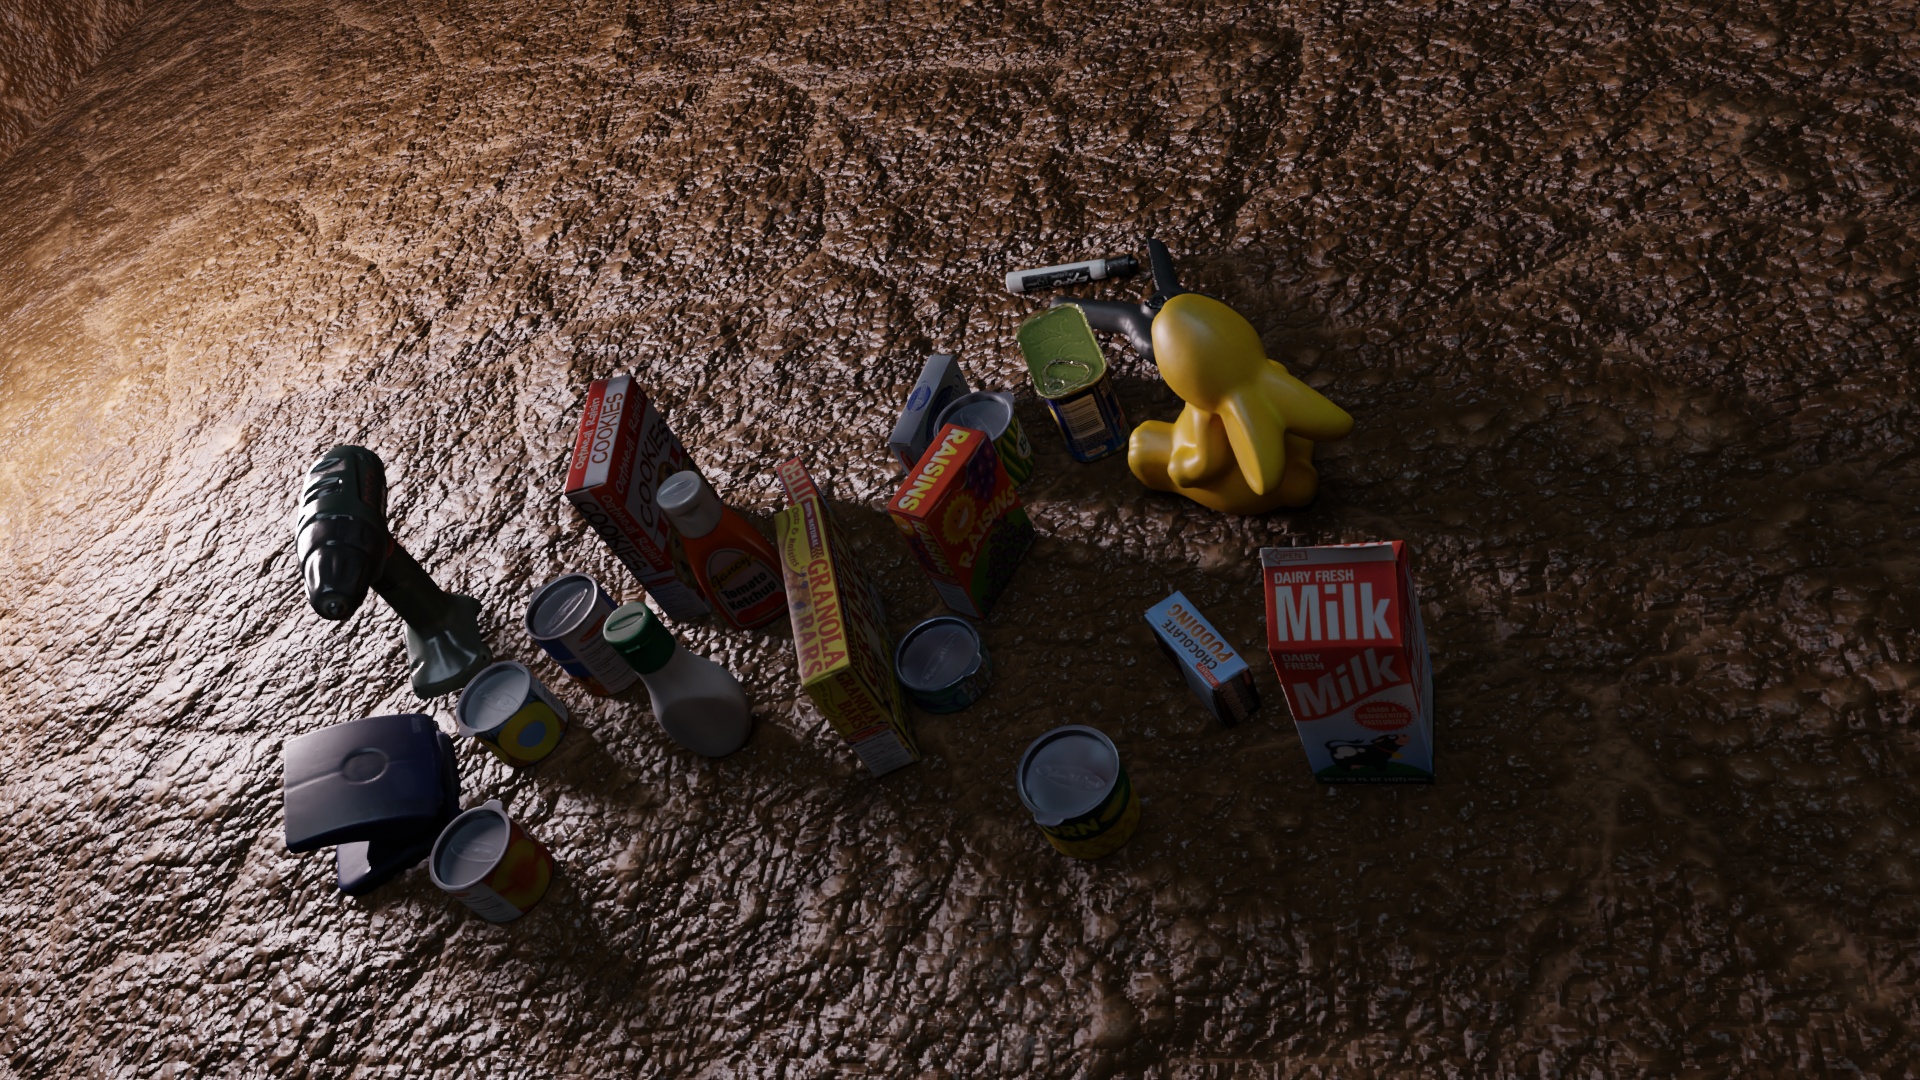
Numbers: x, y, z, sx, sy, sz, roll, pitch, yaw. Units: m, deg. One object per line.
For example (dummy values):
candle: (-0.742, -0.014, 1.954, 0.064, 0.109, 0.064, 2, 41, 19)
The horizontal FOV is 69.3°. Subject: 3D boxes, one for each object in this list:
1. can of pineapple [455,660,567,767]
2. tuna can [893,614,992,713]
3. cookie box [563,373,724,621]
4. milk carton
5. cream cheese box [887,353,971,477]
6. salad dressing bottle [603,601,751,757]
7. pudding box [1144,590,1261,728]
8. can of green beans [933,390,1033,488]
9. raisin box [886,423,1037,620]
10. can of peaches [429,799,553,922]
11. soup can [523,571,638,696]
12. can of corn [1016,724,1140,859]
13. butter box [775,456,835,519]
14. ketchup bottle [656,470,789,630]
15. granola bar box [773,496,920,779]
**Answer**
can of pineapple: (-0.356, 0.139, 1.100, 0.071, 0.057, 0.071, -13, 47, 15)
tuna can: (-0.010, 0.090, 0.996, 0.071, 0.032, 0.071, -13, 47, 15)
cookie box: (-0.252, -0.033, 1.125, 0.040, 0.166, 0.123, -14, 47, 15)
milk carton: (0.225, 0.062, 0.797, 0.072, 0.189, 0.074, -4, 50, 23)
cream cheese box: (-0.024, -0.101, 1.155, 0.024, 0.053, 0.104, 4, 53, 28)
salad dressing bottle: (-0.202, 0.100, 0.998, 0.064, 0.147, 0.044, -22, 45, 7)
pudding box: (0.159, 0.078, 0.914, 0.030, 0.049, 0.084, -34, 45, -4)
can of green beans: (0.020, -0.076, 1.110, 0.071, 0.057, 0.071, -13, 47, 15)
raisin box: (0.004, -0.013, 1.016, 0.040, 0.123, 0.086, 17, 60, 36)
can of peaches: (-0.338, 0.233, 1.009, 0.071, 0.057, 0.071, -13, 47, 15)
soup can: (-0.299, 0.075, 1.111, 0.071, 0.083, 0.072, -13, 47, 15)
can of corn: (0.074, 0.161, 0.874, 0.071, 0.058, 0.071, -13, 47, 15)
butter box: (-0.117, -0.018, 1.127, 0.024, 0.053, 0.104, -29, 45, 0)
ketchup bottle: (-0.182, 0.007, 1.070, 0.065, 0.148, 0.044, -28, 45, 1)
granola bar box: (-0.081, 0.067, 0.985, 0.039, 0.123, 0.166, -23, 45, 6)
